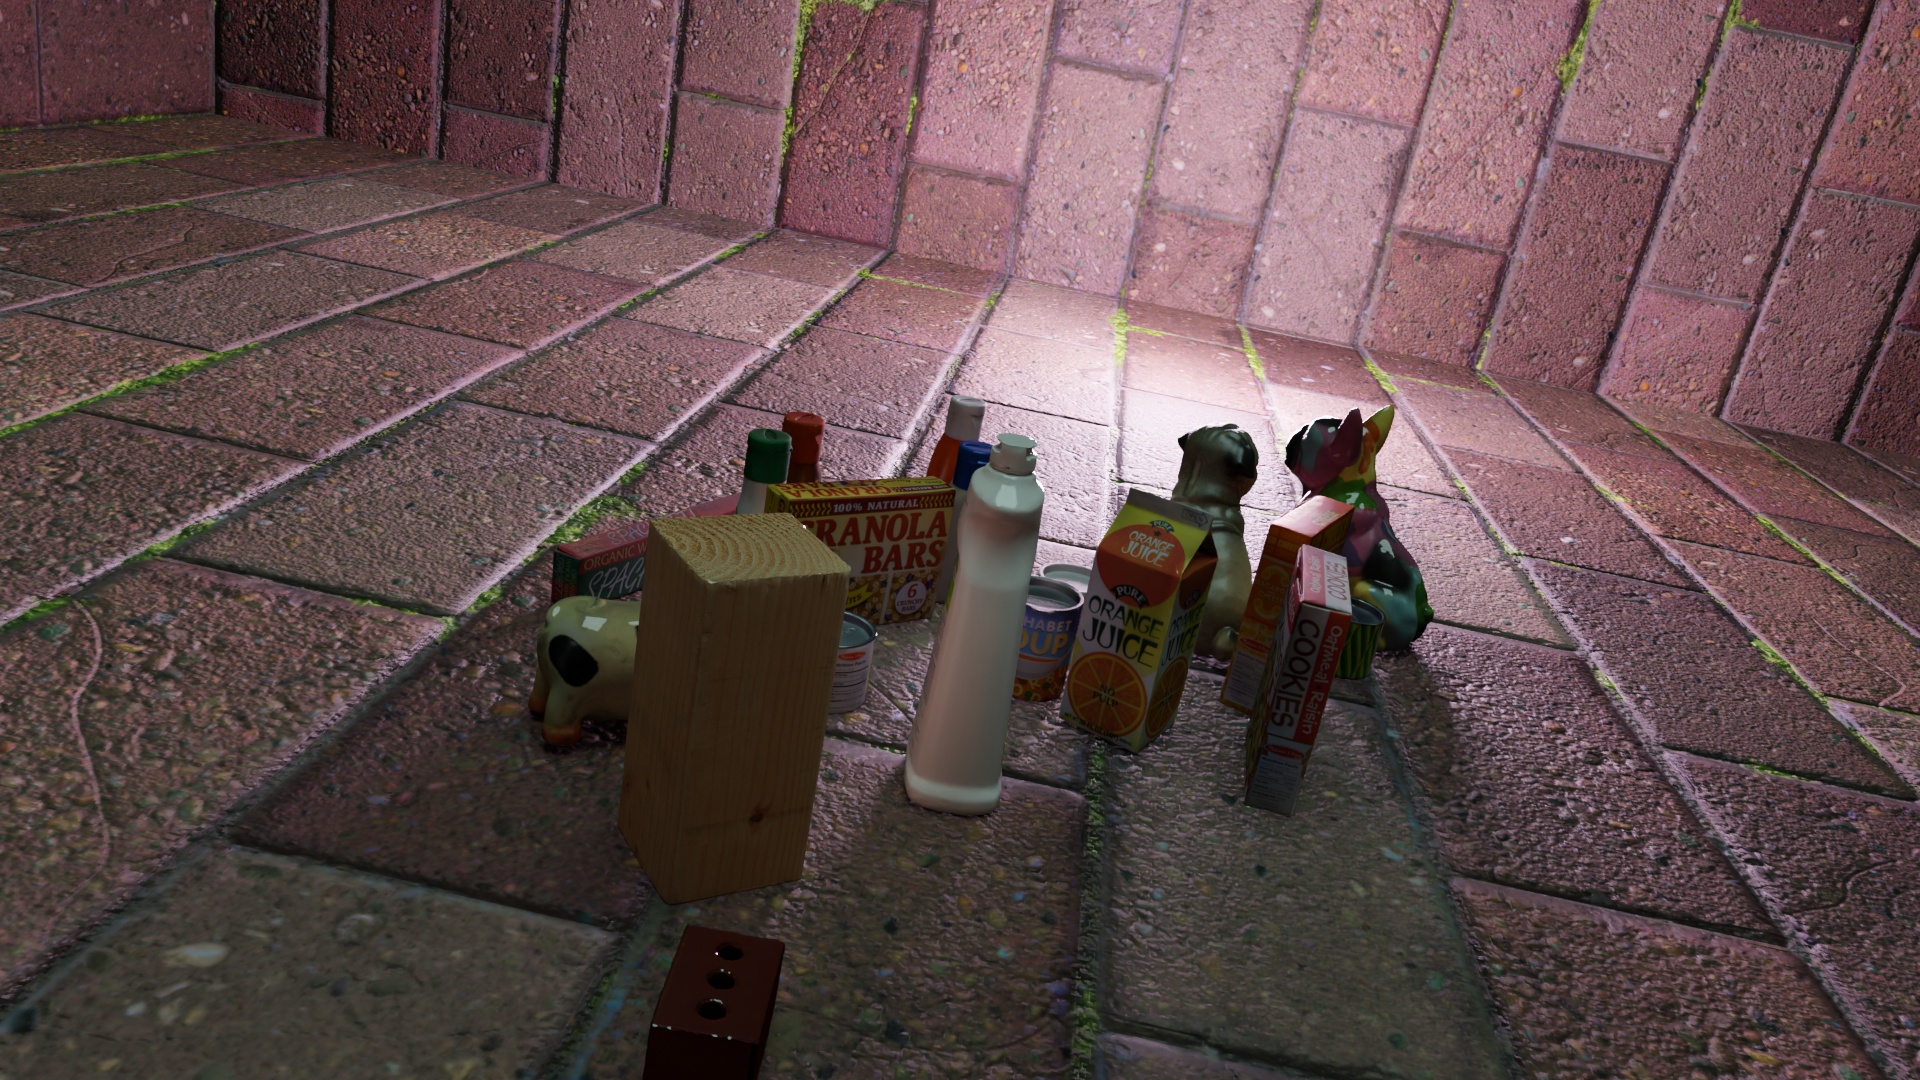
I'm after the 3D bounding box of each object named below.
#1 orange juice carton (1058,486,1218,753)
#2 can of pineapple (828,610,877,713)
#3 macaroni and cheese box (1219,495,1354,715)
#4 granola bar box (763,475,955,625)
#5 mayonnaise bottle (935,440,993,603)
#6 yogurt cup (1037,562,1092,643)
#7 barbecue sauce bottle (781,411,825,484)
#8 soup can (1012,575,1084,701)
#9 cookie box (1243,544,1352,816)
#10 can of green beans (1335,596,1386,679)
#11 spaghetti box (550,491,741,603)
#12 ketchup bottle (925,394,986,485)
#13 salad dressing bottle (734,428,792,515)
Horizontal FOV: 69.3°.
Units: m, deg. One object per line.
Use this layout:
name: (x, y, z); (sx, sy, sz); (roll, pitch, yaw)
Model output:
orange juice carton: (0.140, 0.058, 1.070); (0.072, 0.191, 0.073); (22, 23, 27)
can of pineapple: (-0.101, 0.090, 1.054); (0.071, 0.057, 0.071); (10, 21, -4)
macaroni and cheese box: (0.279, 0.053, 1.187); (0.040, 0.165, 0.124); (21, 23, 26)
granola bar box: (-0.089, 0.012, 1.170); (0.166, 0.123, 0.039); (-5, 26, -36)
mayonnaise bottle: (0.004, -0.016, 1.255); (0.065, 0.147, 0.041); (5, 21, -16)
yogurt cup: (0.098, 0.057, 1.245); (0.072, 0.053, 0.072); (10, 21, -4)
barbecue sauce bottle: (-0.150, -0.040, 1.240); (0.044, 0.148, 0.065); (17, 21, 17)
soup can: (0.059, 0.080, 1.124); (0.071, 0.083, 0.071); (10, 20, -4)
cookie box: (0.251, 0.102, 1.045); (0.040, 0.166, 0.123); (14, 21, 8)
can of green beans: (0.353, 0.088, 1.286); (0.071, 0.057, 0.071); (10, 21, -4)
spaghetti box: (-0.254, 0.005, 1.210); (0.029, 0.050, 0.251); (21, 23, 25)
ketchup bottle: (-0.006, -0.070, 1.391); (0.065, 0.148, 0.043); (-9, 28, -43)
salad dressing bottle: (-0.171, -0.021, 1.181); (0.044, 0.147, 0.064); (5, 21, -16)
